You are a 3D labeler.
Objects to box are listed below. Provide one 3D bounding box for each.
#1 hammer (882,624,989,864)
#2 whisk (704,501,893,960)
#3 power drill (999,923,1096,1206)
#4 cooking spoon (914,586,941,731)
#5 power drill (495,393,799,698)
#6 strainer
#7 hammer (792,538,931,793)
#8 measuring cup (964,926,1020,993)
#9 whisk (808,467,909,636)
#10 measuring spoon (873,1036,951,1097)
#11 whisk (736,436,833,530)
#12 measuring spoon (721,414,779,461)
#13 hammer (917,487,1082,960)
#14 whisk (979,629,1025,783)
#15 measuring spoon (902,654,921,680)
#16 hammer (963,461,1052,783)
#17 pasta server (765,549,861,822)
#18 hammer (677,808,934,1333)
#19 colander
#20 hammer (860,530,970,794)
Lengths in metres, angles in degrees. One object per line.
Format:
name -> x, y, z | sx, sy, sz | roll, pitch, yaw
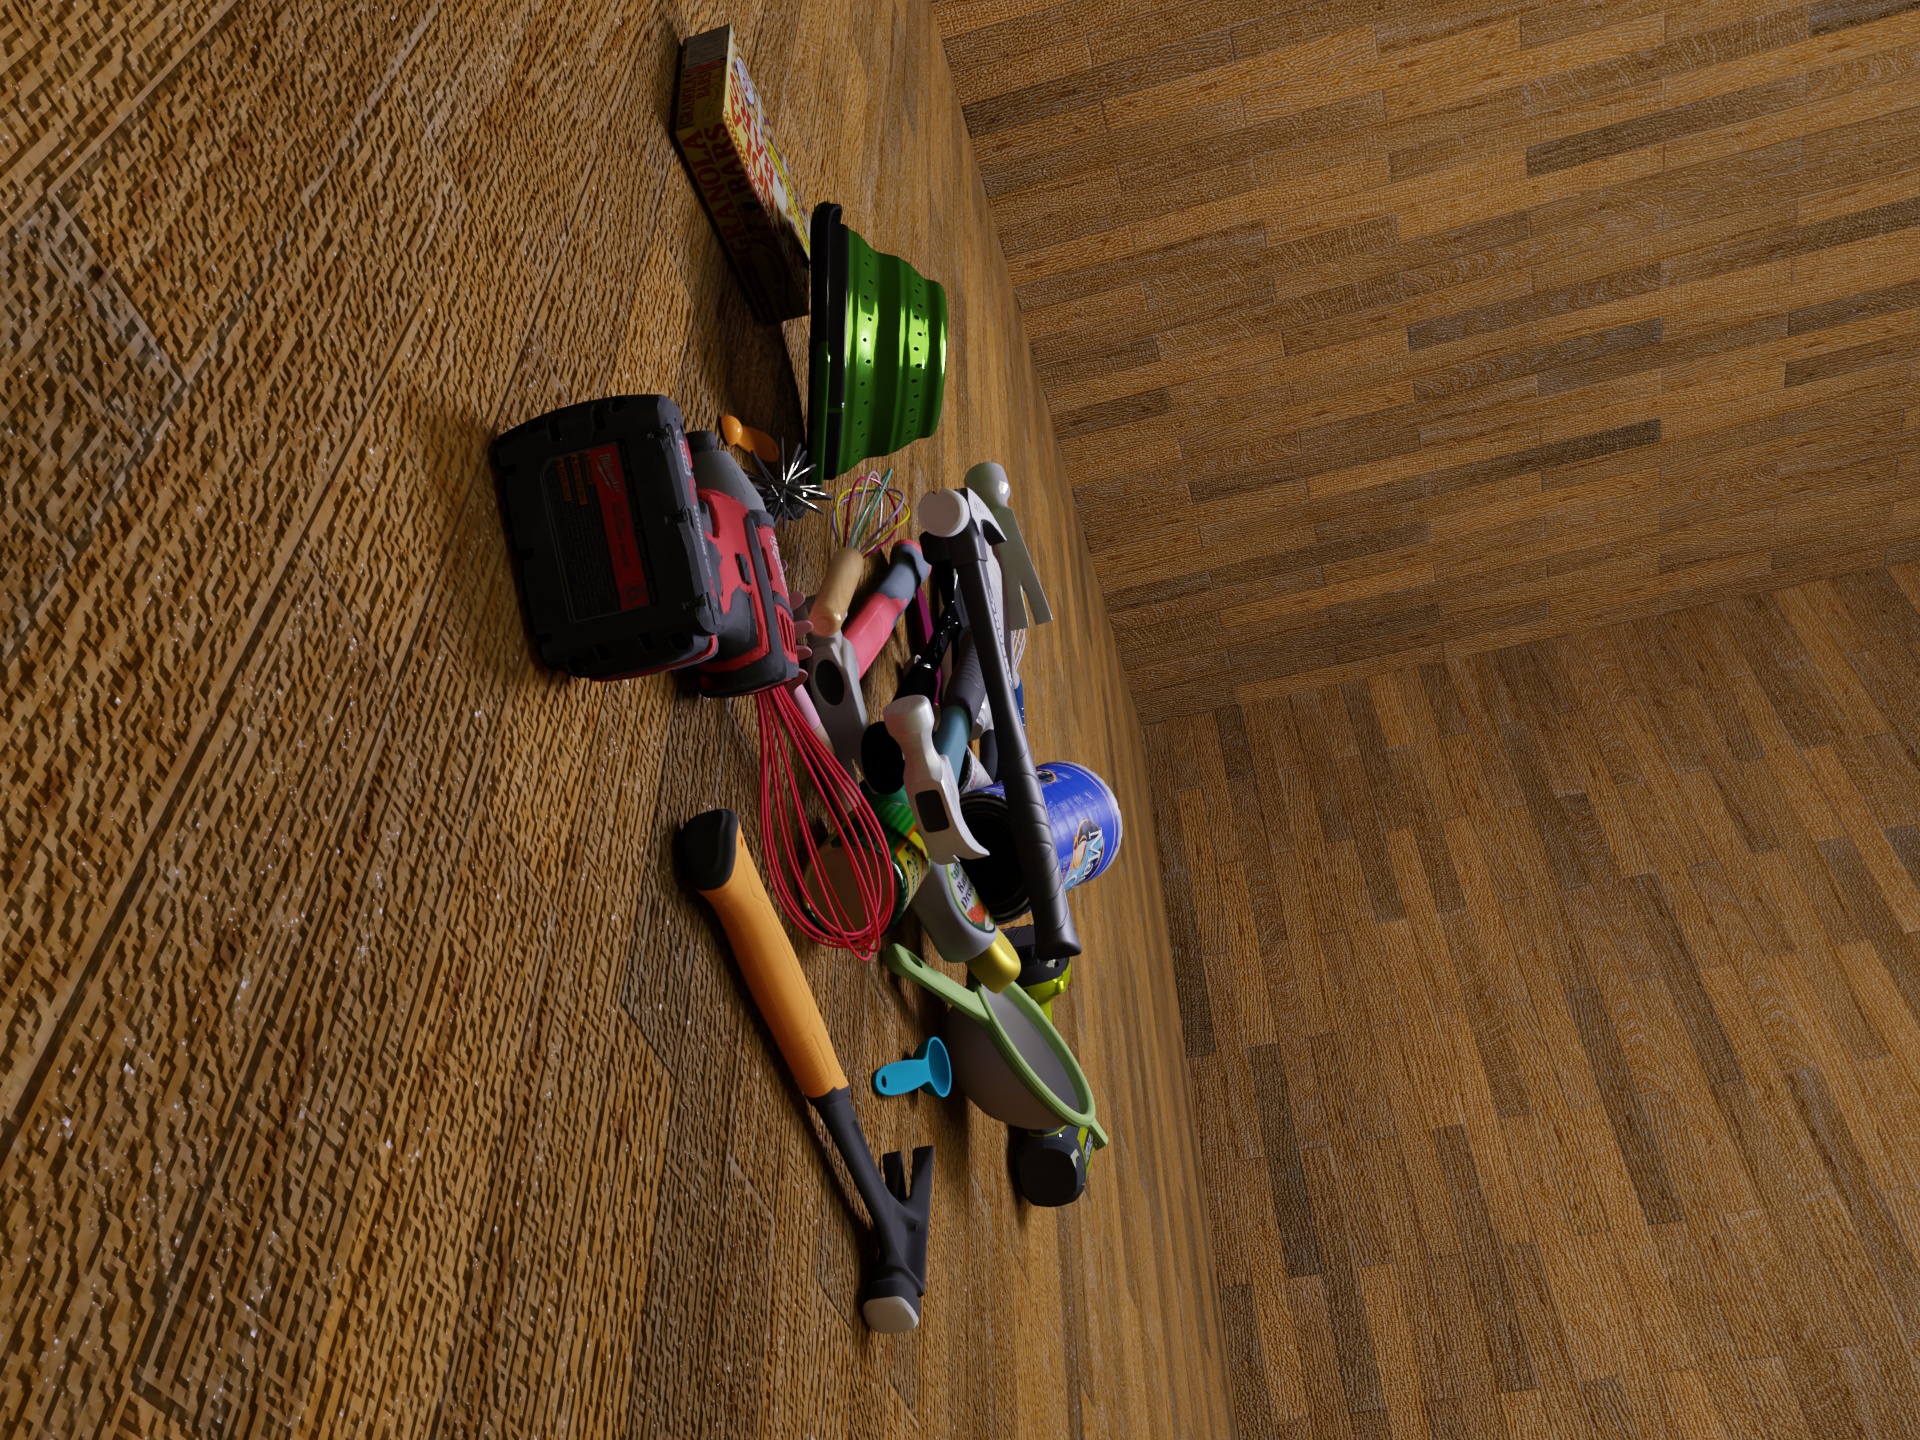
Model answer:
hammer -> -0.002, -0.004, 1.117 | 0.331, 0.033, 0.128 | -73, 149, -69
whisk -> -0.104, -0.002, 0.905 | 0.073, 0.073, 0.296 | -28, 99, -79
power drill -> 0.077, 0.305, 1.451 | 0.190, 0.080, 0.228 | -25, 105, -79
cooking spoon -> -0.024, 0.010, 1.408 | 0.068, 0.017, 0.319 | 69, 12, -54
power drill -> -0.137, -0.084, 0.770 | 0.219, 0.078, 0.143 | 0, 78, -82
strainer -> 0.004, 0.240, 1.194 | 0.256, 0.069, 0.152 | 41, 13, -42
hammer -> -0.061, -0.066, 1.247 | 0.386, 0.038, 0.143 | -68, 146, -72
measuring cup -> 0.003, 0.143, 1.242 | 0.062, 0.029, 0.157 | 40, 17, -50
whisk -> -0.069, -0.117, 1.082 | 0.047, 0.051, 0.245 | 41, 24, -15
measuring spoon -> -0.039, 0.241, 1.082 | 0.128, 0.021, 0.042 | 16, 61, -68
whisk -> -0.107, -0.138, 0.979 | 0.246, 0.059, 0.058 | -124, -135, -83
measuring spoon -> -0.136, -0.187, 1.059 | 0.117, 0.011, 0.021 | -12, 90, -80
hammer -> 0.034, 0.005, 1.113 | 0.146, 0.035, 0.335 | -17, 94, -79
whisk -> 0.032, -0.015, 1.648 | 0.070, 0.070, 0.285 | 67, 20, -46
measuring spoon -> -0.048, -0.012, 1.336 | 0.124, 0.018, 0.034 | -76, 153, -53
hammer -> 0.043, -0.038, 1.380 | 0.405, 0.035, 0.144 | 85, -10, -58
pasta server -> -0.083, 0.018, 1.034 | 0.060, 0.040, 0.315 | 56, -10, 46
hammer -> -0.079, 0.182, 0.873 | 0.127, 0.034, 0.336 | -85, 160, -56
colander -> -0.066, -0.309, 1.202 | 0.398, 0.094, 0.204 | -97, -168, -53
hammer -> -0.026, -0.033, 1.210 | 0.409, 0.036, 0.149 | -71, 151, -69
